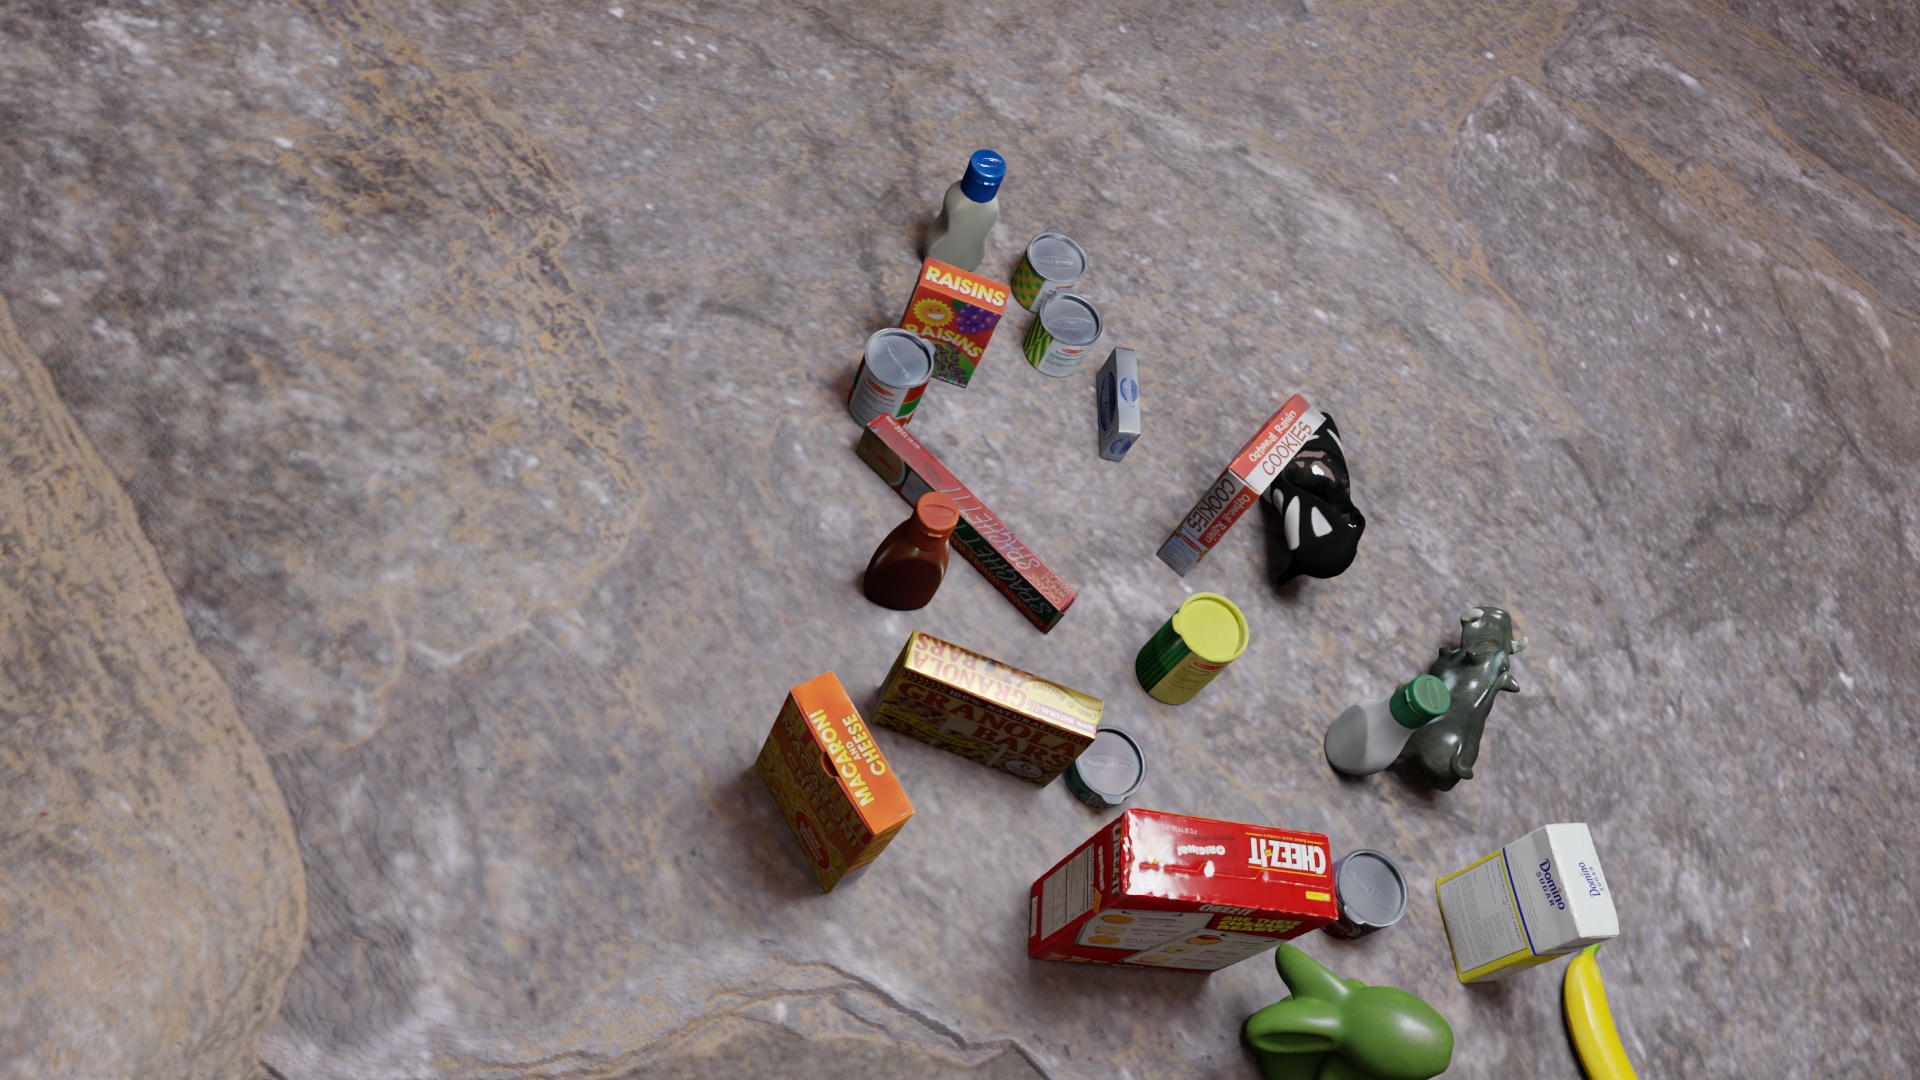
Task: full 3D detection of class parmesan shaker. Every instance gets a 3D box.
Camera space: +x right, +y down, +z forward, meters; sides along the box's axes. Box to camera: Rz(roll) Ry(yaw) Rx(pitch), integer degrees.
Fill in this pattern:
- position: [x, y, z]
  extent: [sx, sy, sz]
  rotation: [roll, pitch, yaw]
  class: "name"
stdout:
- position: [0.202, 0.097, 1.240]
  extent: [0.071, 0.102, 0.071]
  rotation: [8, 60, -14]
  class: "parmesan shaker"

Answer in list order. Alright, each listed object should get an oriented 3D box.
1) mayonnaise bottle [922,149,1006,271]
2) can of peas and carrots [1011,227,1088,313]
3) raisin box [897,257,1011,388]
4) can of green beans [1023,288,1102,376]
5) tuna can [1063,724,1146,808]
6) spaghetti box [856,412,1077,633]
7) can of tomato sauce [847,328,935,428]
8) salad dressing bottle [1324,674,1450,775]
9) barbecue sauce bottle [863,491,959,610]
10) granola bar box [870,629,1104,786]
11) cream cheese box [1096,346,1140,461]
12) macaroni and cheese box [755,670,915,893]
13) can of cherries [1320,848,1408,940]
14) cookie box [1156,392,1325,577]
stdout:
- position: [0.008, -0.327, 1.387]
  extent: [0.065, 0.147, 0.041]
  rotation: [-1, 63, -18]
  class: "mayonnaise bottle"
- position: [0.091, -0.278, 1.439]
  extent: [0.071, 0.058, 0.071]
  rotation: [8, 60, -14]
  class: "can of peas and carrots"
- position: [-0.012, -0.207, 1.328]
  extent: [0.086, 0.122, 0.040]
  rotation: [19, 58, -7]
  class: "raisin box"
- position: [0.103, -0.208, 1.404]
  extent: [0.071, 0.057, 0.071]
  rotation: [8, 60, -14]
  class: "can of green beans"
- position: [0.125, 0.198, 1.201]
  extent: [0.071, 0.032, 0.071]
  rotation: [8, 60, -14]
  class: "tuna can"
- position: [0.005, -0.016, 1.271]
  extent: [0.250, 0.050, 0.029]
  rotation: [44, 59, 9]
  class: "spaghetti box"
- position: [-0.065, -0.149, 1.303]
  extent: [0.071, 0.082, 0.071]
  rotation: [8, 60, -14]
  class: "can of tomato sauce"
- position: [0.378, 0.163, 1.234]
  extent: [0.044, 0.147, 0.064]
  rotation: [7, 61, -14]
  class: "salad dressing bottle"
- position: [-0.038, 0.010, 1.185]
  extent: [0.065, 0.147, 0.044]
  rotation: [10, 60, -13]
  class: "barbecue sauce bottle"
- position: [0.019, 0.142, 1.144]
  extent: [0.165, 0.123, 0.039]
  rotation: [21, 58, -6]
  class: "granola bar box"
- position: [0.157, -0.136, 1.384]
  extent: [0.024, 0.053, 0.104]
  rotation: [8, 60, -13]
  class: "cream cheese box"
- position: [-0.100, 0.188, 1.056]
  extent: [0.040, 0.165, 0.124]
  rotation: [-24, 72, -27]
  class: "macaroni and cheese box"
- position: [0.339, 0.307, 1.194]
  extent: [0.071, 0.058, 0.072]
  rotation: [8, 60, -14]
  class: "can of cherries"
- position: [0.260, -0.051, 1.303]
  extent: [0.040, 0.166, 0.123]
  rotation: [41, 58, 7]
  class: "cookie box"
